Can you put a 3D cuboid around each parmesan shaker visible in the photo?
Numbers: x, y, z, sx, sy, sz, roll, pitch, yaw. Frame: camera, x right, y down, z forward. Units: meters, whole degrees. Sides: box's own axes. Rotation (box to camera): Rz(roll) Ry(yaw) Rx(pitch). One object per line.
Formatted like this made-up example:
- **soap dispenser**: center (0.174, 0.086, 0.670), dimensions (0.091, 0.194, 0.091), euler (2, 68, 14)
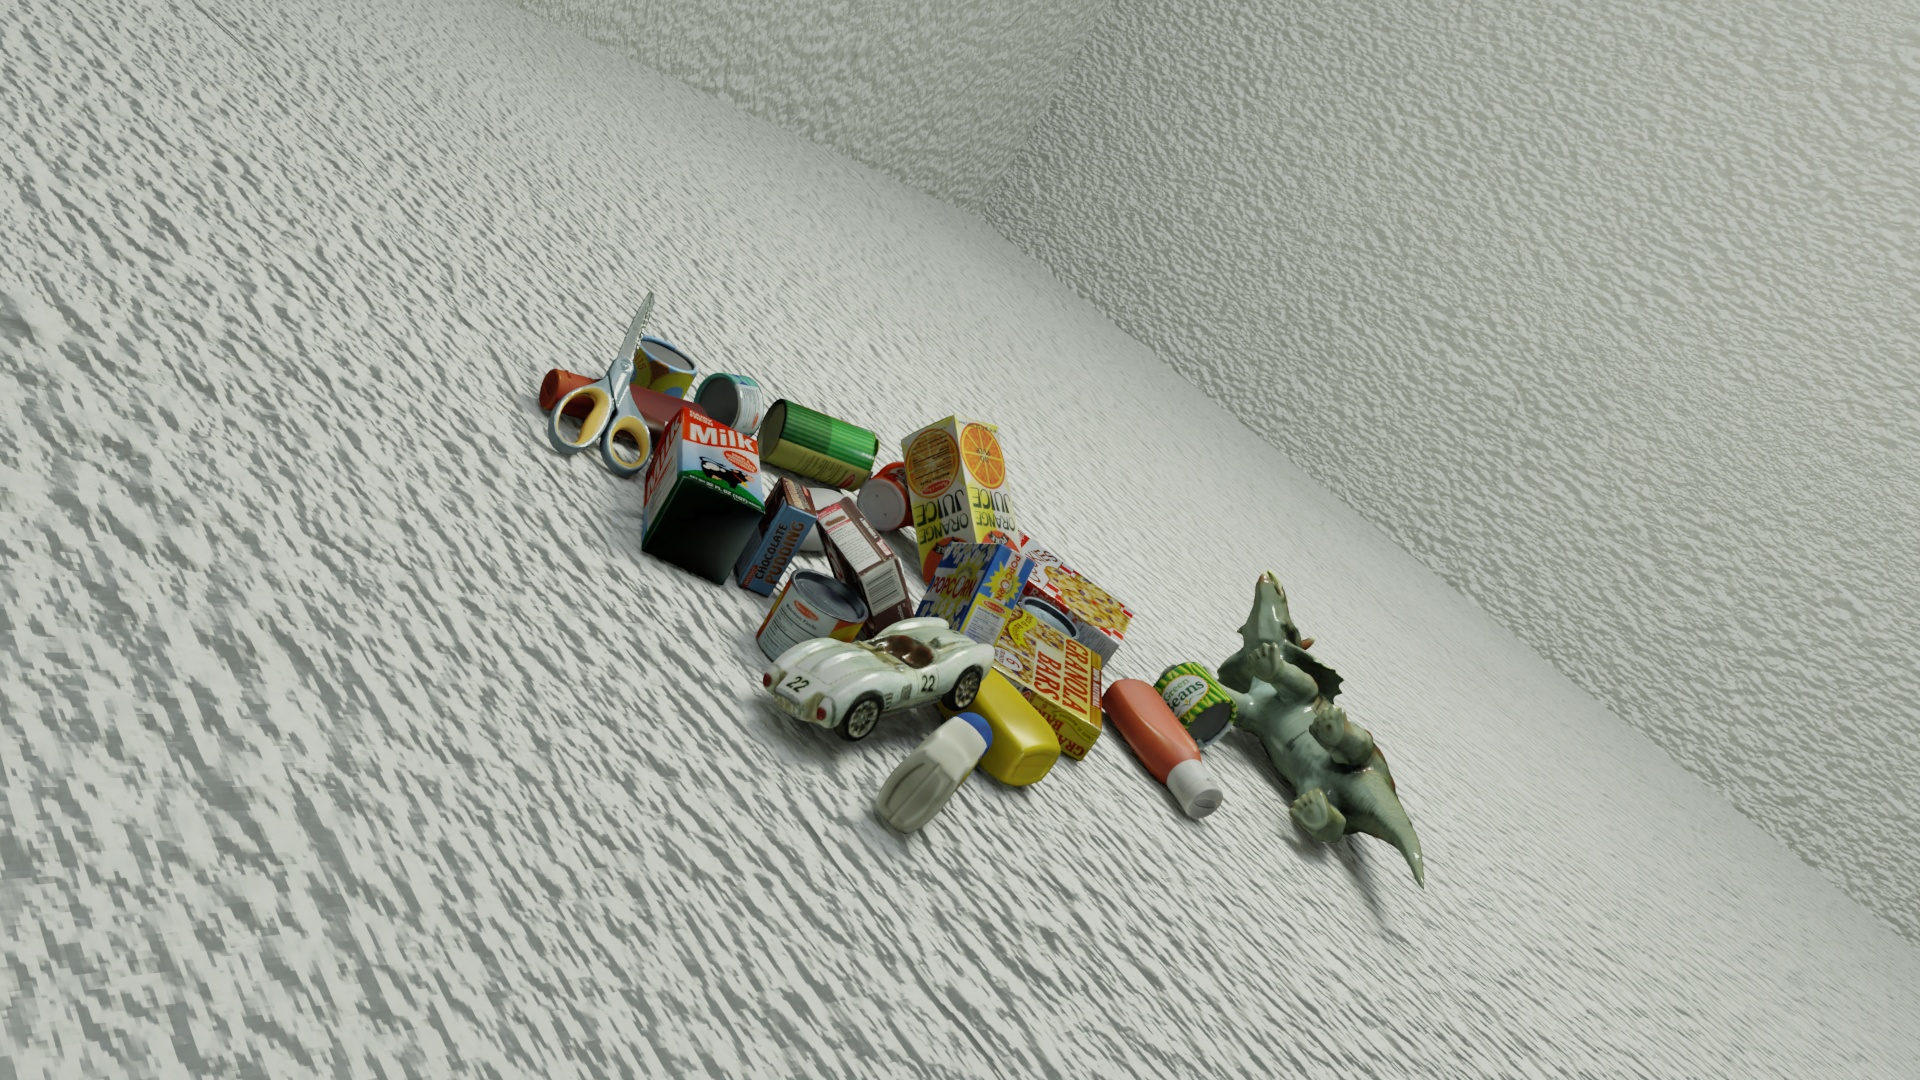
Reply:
- **parmesan shaker**: center (-0.142, -0.096, 1.380), dimensions (0.103, 0.071, 0.071), euler (19, 22, -30)

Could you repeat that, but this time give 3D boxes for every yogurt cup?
- **yogurt cup**: center (-0.067, -0.041, 1.384), dimensions (0.072, 0.072, 0.054), euler (36, 26, 11)

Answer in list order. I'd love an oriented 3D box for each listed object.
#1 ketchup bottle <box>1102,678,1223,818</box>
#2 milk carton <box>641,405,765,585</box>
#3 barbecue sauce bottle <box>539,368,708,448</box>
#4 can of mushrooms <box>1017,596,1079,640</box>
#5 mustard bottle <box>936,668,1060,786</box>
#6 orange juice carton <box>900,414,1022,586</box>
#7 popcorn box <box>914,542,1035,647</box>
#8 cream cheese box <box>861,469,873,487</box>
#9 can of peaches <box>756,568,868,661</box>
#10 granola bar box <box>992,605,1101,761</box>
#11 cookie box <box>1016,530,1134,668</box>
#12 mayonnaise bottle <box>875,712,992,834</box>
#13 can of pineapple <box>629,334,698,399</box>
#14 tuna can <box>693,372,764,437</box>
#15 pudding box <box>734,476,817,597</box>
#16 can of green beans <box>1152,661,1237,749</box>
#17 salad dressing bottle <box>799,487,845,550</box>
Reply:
- **ketchup bottle**: center (0.183, 0.185, 1.245), dimensions (0.065, 0.043, 0.149), euler (19, 23, -34)
- **milk carton**: center (-0.213, -0.048, 1.143), dimensions (0.072, 0.073, 0.191), euler (25, 19, -22)
- **barbecue sauce bottle**: center (-0.295, -0.115, 1.227), dimensions (0.148, 0.043, 0.065), euler (15, 28, -41)
- **can of mushrooms**: center (0.077, 0.086, 1.342), dimensions (0.071, 0.033, 0.071), euler (30, 19, -11)
- **mustard bottle**: center (0.013, 0.127, 1.104), dimensions (0.065, 0.048, 0.161), euler (11, 27, -45)
- **orange juice carton**: center (0.005, -0.017, 1.347), dimensions (0.072, 0.073, 0.193), euler (10, 65, -51)
- **popcorn box**: center (0.008, 0.047, 1.172), dimensions (0.038, 0.085, 0.126), euler (28, -9, -17)
- **cream cheese box**: center (-0.142, -0.094, 1.456), dimensions (0.104, 0.024, 0.053), euler (25, 21, -22)
- **can of peaches**: center (-0.111, 0.063, 1.049), dimensions (0.071, 0.058, 0.071), euler (29, 18, -10)
- **granola bar box**: center (0.064, 0.117, 1.230), dimensions (0.124, 0.039, 0.166), euler (31, 18, -4)
- **cookie box**: center (0.094, 0.057, 1.437), dimensions (0.167, 0.040, 0.123), euler (35, 18, 4)
- **mayonnaise bottle**: center (-0.011, 0.155, 0.975), dimensions (0.041, 0.064, 0.148), euler (42, 15, 7)
- **can of pineapple**: center (-0.290, -0.153, 1.309), dimensions (0.071, 0.057, 0.071), euler (29, 18, -11)
- **tuna can**: center (-0.227, -0.129, 1.344), dimensions (0.071, 0.071, 0.033), euler (43, 21, 28)
- **pudding box**: center (-0.149, -0.003, 1.114), dimensions (0.030, 0.083, 0.050), euler (24, 20, -26)
- **can of green beans**: center (0.224, 0.160, 1.342), dimensions (0.071, 0.071, 0.058), euler (16, 25, -42)
- **salad dressing bottle**: center (-0.146, -0.015, 1.217), dimensions (0.064, 0.044, 0.148), euler (38, 20, 15)
